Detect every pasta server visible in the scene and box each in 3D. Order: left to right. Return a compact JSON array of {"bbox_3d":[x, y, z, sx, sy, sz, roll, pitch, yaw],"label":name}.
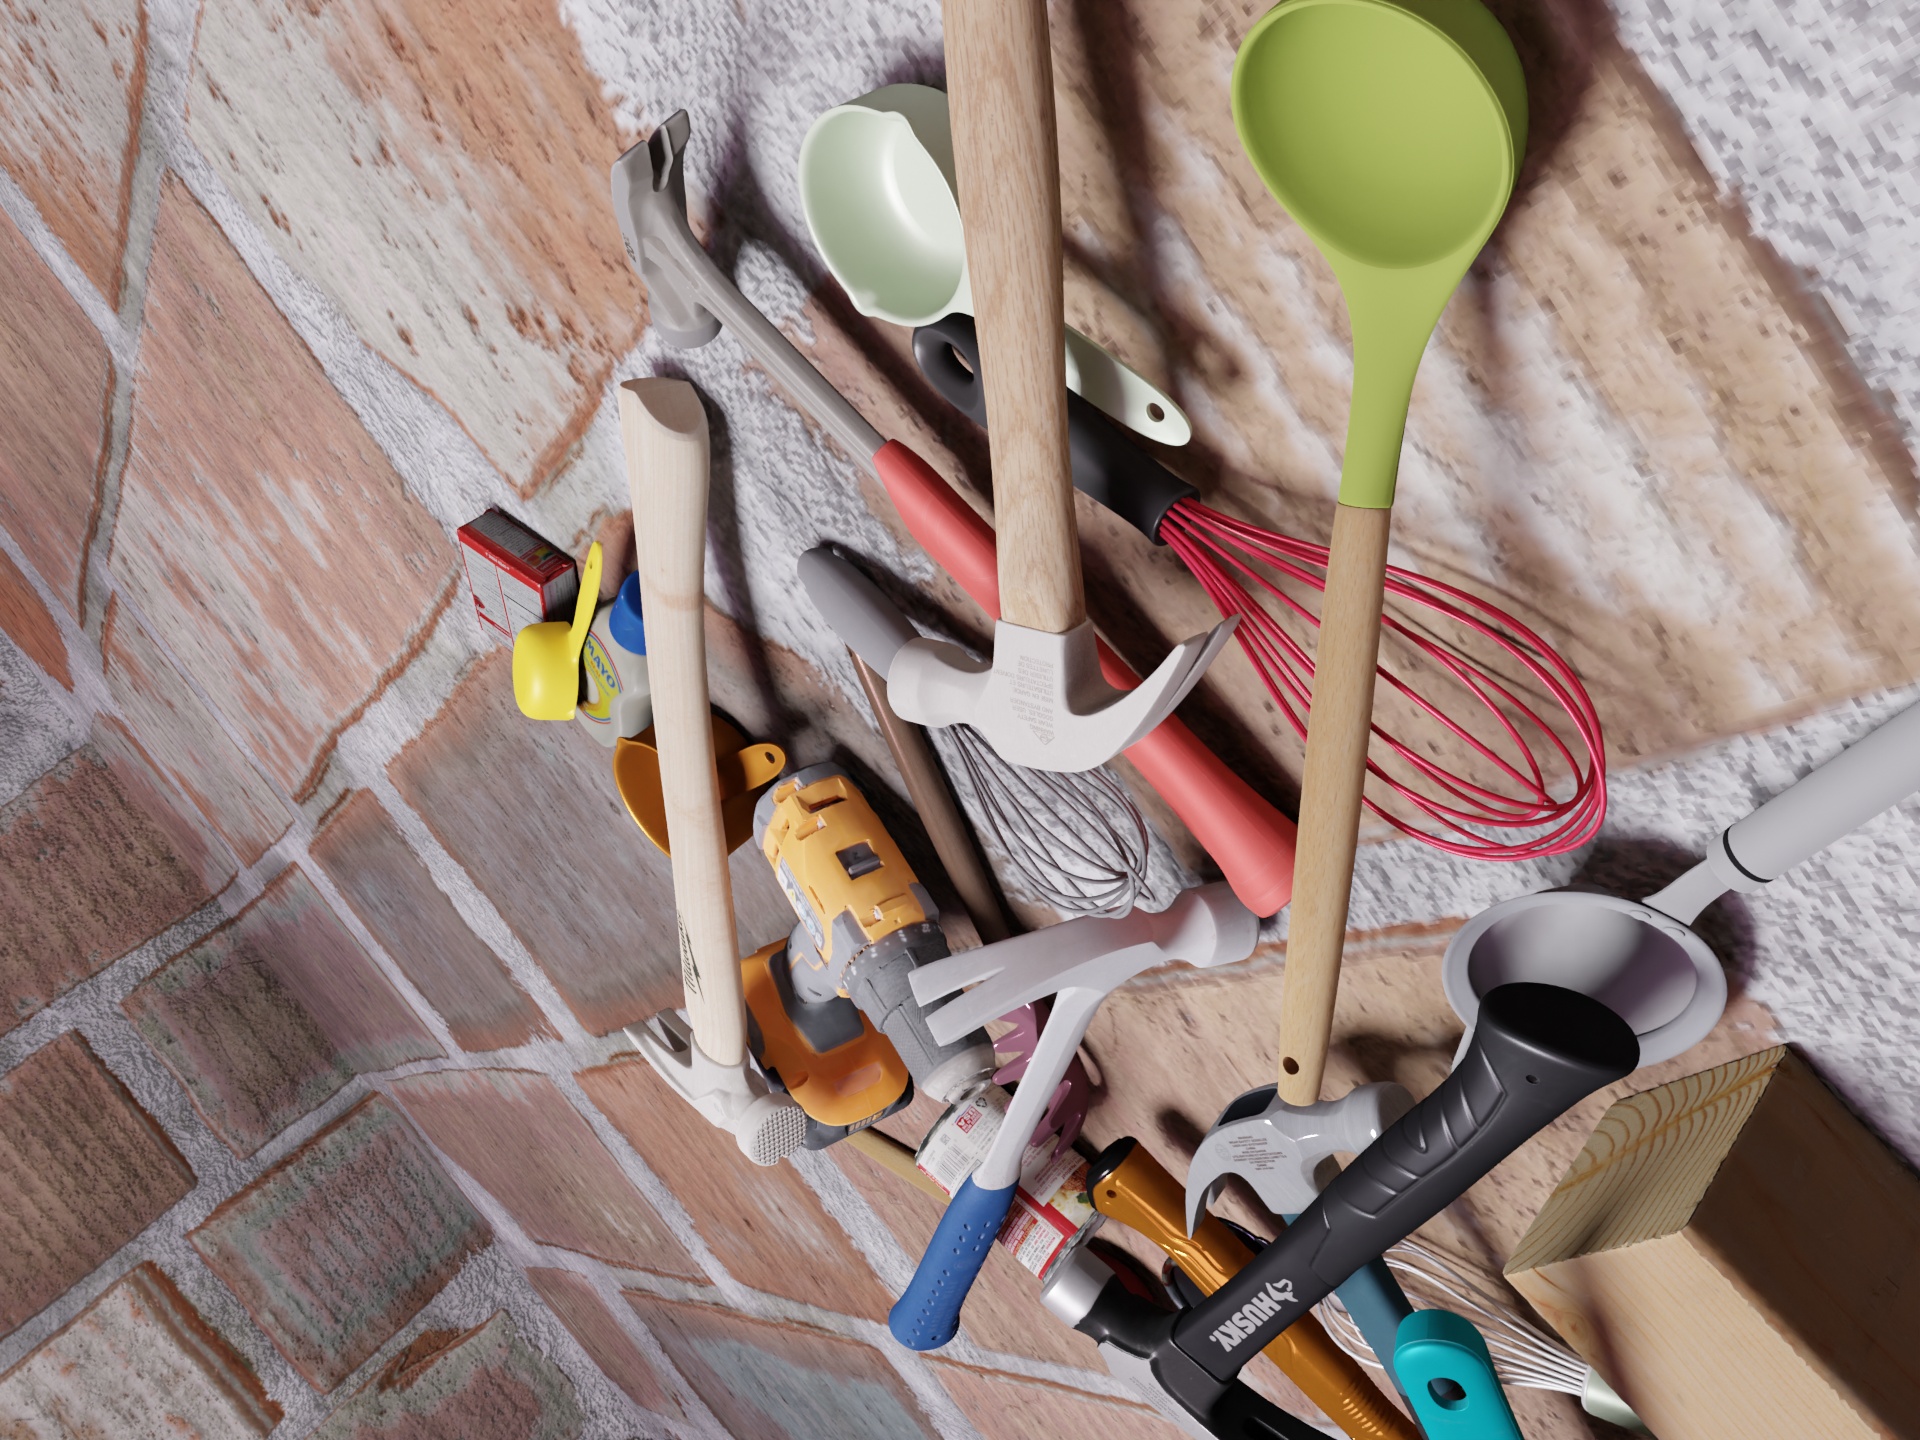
[{"bbox_3d":[0.001,0.090,0.797,0.060,0.040,0.316,22,140,60],"label":"pasta server"}]

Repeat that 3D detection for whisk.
[{"bbox_3d":[0.000,-0.002,0.671,0.239,0.055,0.055,46,151,32],"label":"whisk"},{"bbox_3d":[0.086,-0.057,0.525,0.296,0.073,0.073,41,148,26],"label":"whisk"},{"bbox_3d":[0.258,0.274,0.668,0.246,0.058,0.059,9,161,41],"label":"whisk"}]

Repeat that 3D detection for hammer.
[{"bbox_3d":[-0.144,0.029,0.818,0.146,0.038,0.410,26,126,45],"label":"hammer"},{"bbox_3d":[0.005,-0.067,0.602,0.359,0.037,0.149,46,170,1],"label":"hammer"},{"bbox_3d":[0.014,0.216,0.774,0.405,0.144,0.035,107,146,-46],"label":"hammer"},{"bbox_3d":[0.018,-0.136,0.474,0.130,0.031,0.331,16,123,38],"label":"hammer"},{"bbox_3d":[0.146,0.200,0.603,0.146,0.035,0.334,38,137,12],"label":"hammer"},{"bbox_3d":[0.195,0.328,0.769,0.337,0.034,0.127,44,131,7],"label":"hammer"},{"bbox_3d":[0.204,0.290,0.673,0.128,0.033,0.331,-20,106,47],"label":"hammer"}]

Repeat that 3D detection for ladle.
[{"bbox_3d":[0.012,0.318,1.033,0.316,0.031,0.069,18,134,43],"label":"ladle"},{"bbox_3d":[0.101,-0.032,0.437,0.078,0.062,0.320,20,116,43],"label":"ladle"}]

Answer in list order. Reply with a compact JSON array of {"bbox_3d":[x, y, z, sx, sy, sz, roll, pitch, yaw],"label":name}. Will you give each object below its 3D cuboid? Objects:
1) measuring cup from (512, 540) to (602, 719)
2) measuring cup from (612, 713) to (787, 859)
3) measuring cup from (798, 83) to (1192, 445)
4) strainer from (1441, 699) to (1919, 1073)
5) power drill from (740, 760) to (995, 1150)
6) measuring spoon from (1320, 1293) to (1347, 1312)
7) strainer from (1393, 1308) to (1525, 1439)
[{"bbox_3d":[-0.220,-0.051,0.866,0.156,0.029,0.062,126,134,-54],"label":"measuring cup"},{"bbox_3d":[-0.126,0.026,0.876,0.173,0.052,0.095,-23,103,51],"label":"measuring cup"},{"bbox_3d":[0.018,-0.149,0.529,0.168,0.038,0.083,39,147,13],"label":"measuring cup"},{"bbox_3d":[0.227,0.044,0.471,0.087,0.050,0.258,28,141,-4],"label":"strainer"},{"bbox_3d":[-0.055,0.153,0.858,0.185,0.084,0.226,56,151,26],"label":"power drill"},{"bbox_3d":[0.161,0.243,0.778,0.034,0.018,0.124,-13,112,55],"label":"measuring spoon"},{"bbox_3d":[0.224,0.305,0.578,0.211,0.095,0.340,-15,116,28],"label":"strainer"}]
